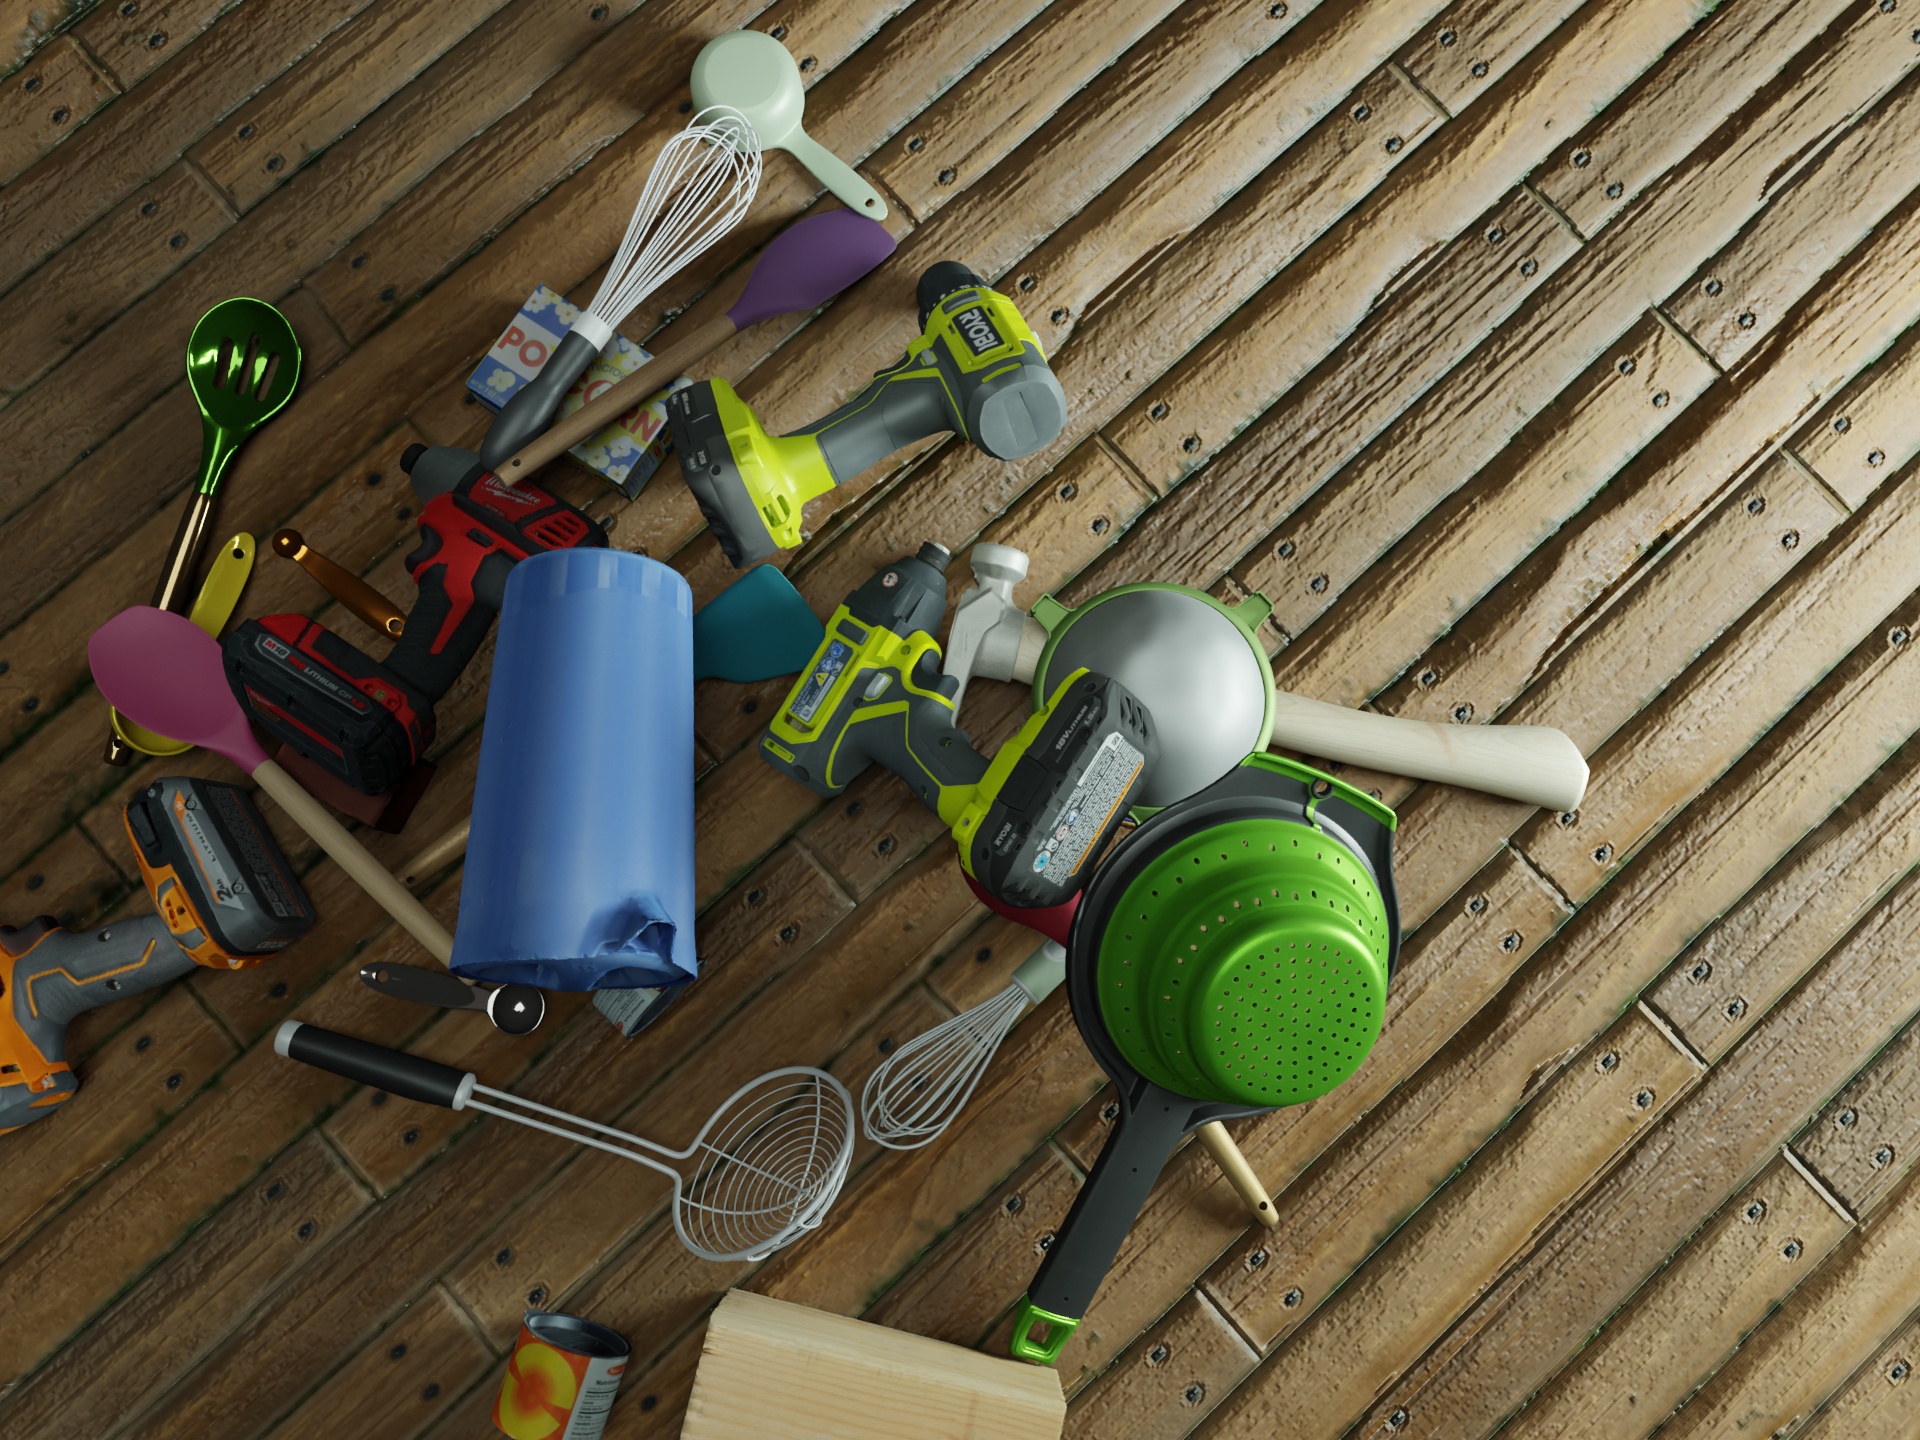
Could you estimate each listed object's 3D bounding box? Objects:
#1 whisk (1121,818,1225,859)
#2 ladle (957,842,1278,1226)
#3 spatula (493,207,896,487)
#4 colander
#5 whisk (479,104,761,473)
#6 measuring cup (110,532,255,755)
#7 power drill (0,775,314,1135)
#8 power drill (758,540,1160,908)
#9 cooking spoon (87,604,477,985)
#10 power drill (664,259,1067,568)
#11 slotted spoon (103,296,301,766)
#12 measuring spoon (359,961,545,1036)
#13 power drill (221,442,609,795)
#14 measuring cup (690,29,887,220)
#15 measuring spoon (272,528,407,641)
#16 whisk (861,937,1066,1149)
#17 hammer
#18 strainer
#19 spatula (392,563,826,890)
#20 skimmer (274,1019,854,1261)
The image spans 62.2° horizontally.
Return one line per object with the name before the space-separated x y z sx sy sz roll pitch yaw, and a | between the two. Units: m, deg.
whisk | 0.112 0.063 1.001 0.245 0.051 0.047 6 87 3
ladle | 0.102 0.180 0.965 0.069 0.031 0.315 -36 95 -13
spatula | -0.169 -0.243 1.022 0.060 0.018 0.316 44 68 11
colander | 0.133 0.218 0.897 0.204 0.095 0.397 23 100 -16
whisk | -0.215 -0.271 1.007 0.070 0.070 0.284 33 81 4
measuring cup | -0.492 -0.050 1.019 0.062 0.029 0.157 29 66 -31
power drill | -0.534 0.126 0.968 0.226 0.084 0.164 -33 83 -1
power drill | -0.001 -0.003 0.937 0.223 0.080 0.171 31 87 37
cooking spoon | -0.402 0.046 0.956 0.319 0.017 0.069 42 66 6
power drill | -0.062 -0.202 0.996 0.228 0.080 0.191 -24 43 1
slotted spoon | -0.500 -0.122 1.030 0.070 0.031 0.314 17 83 -16
measuring spoon | -0.317 0.171 0.997 0.124 0.018 0.034 11 79 8
power drill | -0.335 -0.075 0.975 0.143 0.078 0.220 33 60 4
measuring cup | -0.112 -0.398 1.068 0.167 0.038 0.083 43 83 8
measuring spoon | -0.401 -0.088 1.033 0.117 0.011 0.021 37 83 5
whisk | 0.033 0.171 0.982 0.246 0.059 0.058 -43 57 -10
hammer | 0.190 0.004 1.012 0.410 0.038 0.146 14 83 1
strainer | 0.118 0.034 0.946 0.151 0.069 0.256 0 79 2
spatula | -0.228 0.016 1.002 0.317 0.044 0.082 -36 121 -3
skimmer | -0.242 0.225 0.949 0.363 0.090 0.127 16 49 4
